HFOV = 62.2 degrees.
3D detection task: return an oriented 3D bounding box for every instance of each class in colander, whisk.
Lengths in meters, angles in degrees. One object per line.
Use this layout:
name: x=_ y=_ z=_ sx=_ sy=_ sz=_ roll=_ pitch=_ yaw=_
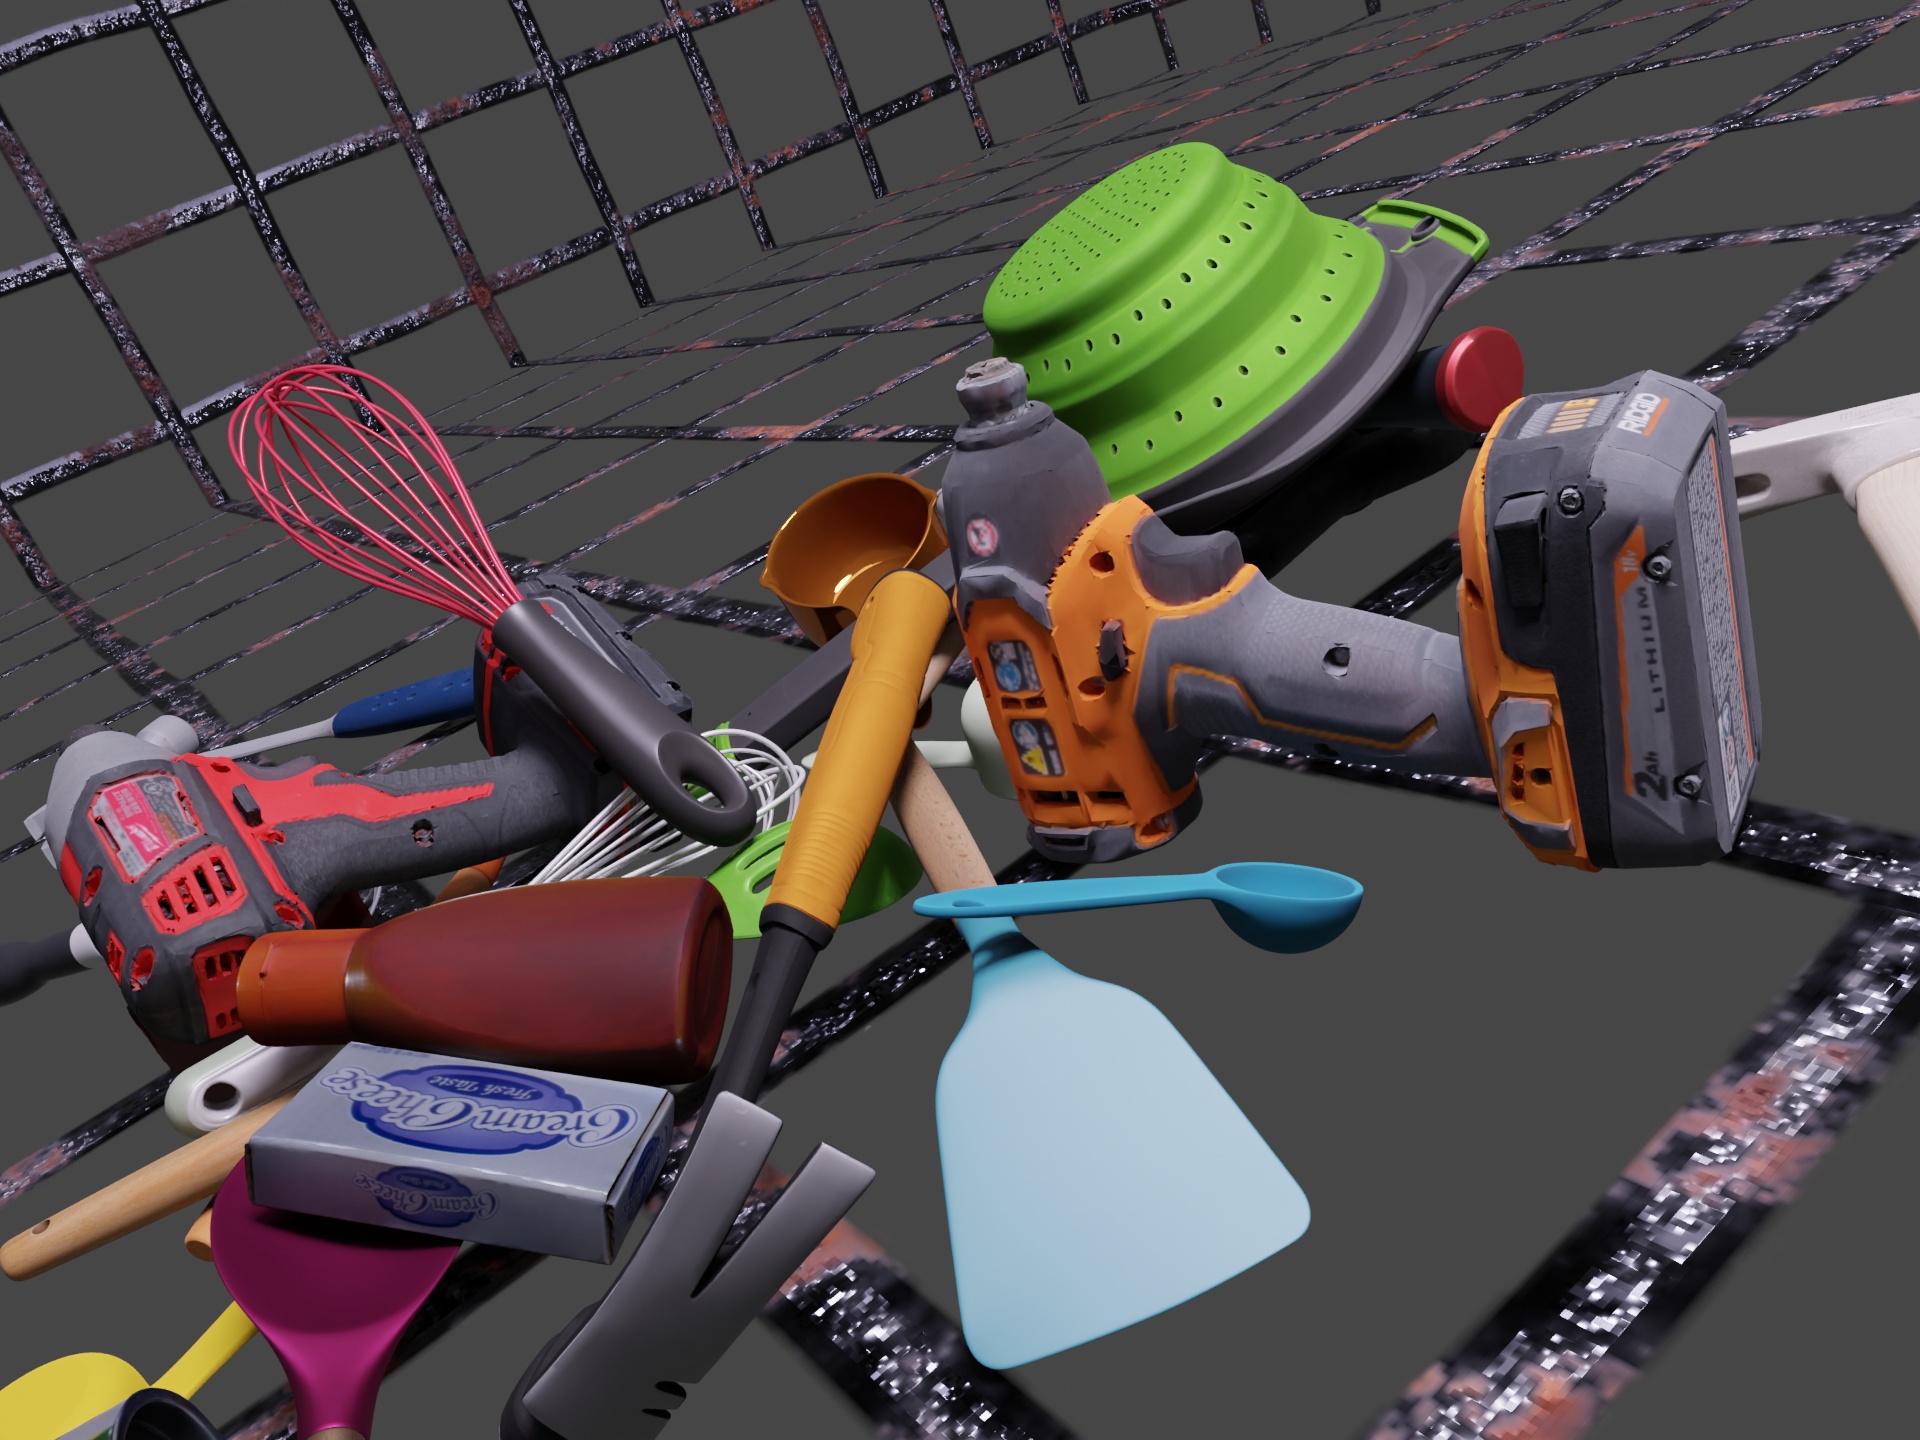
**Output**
colander: x=0.013 y=-0.111 z=0.645 sx=0.397 sy=0.094 sz=0.205 roll=-37 pitch=26 yaw=8
whisk: x=-0.373 y=0.096 z=0.732 sx=0.284 sy=0.070 sz=0.070 roll=-18 pitch=23 yaw=22
whisk: x=-0.182 y=-0.047 z=0.606 sx=0.296 sy=0.073 sz=0.073 roll=39 pitch=56 yaw=21
whisk: x=-0.161 y=0.074 z=0.568 sx=0.246 sy=0.057 sz=0.059 roll=-30 pitch=17 yaw=-23

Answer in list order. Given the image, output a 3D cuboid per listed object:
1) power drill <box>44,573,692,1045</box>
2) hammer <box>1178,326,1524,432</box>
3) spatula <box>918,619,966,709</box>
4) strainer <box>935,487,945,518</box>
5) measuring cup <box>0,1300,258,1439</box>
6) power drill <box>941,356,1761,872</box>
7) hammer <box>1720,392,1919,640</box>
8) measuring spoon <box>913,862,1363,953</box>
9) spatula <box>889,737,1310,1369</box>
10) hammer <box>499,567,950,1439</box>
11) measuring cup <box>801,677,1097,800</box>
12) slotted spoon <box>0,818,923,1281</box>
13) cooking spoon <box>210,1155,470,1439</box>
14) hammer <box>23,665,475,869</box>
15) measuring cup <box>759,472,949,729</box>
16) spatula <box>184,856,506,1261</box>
power drill: x=-0.225 y=0.024 z=0.610 sx=0.219 sy=0.078 sz=0.143 roll=-23 pitch=50 yaw=-35
hammer: x=0.121 y=-0.140 z=0.745 sx=0.143 sy=0.038 sz=0.386 roll=-31 pitch=16 yaw=-9
spatula: x=0.050 y=-0.120 z=0.745 sx=0.060 sy=0.018 sz=0.316 roll=-6 pitch=41 yaw=44
strainer: x=0.015 y=-0.099 z=0.828 sx=0.087 sy=0.050 sz=0.259 roll=-38 pitch=20 yaw=-1
measuring cup: x=-0.219 y=0.169 z=0.456 sx=0.062 sy=0.029 sz=0.156 roll=-3 pitch=31 yaw=38
power drill: x=0.096 y=-0.036 z=0.460 sx=0.226 sy=0.164 sz=0.084 roll=-1 pitch=28 yaw=37
hammer: x=0.254 y=0.006 z=0.388 sx=0.146 sy=0.038 sz=0.411 roll=-12 pitch=25 yaw=25
measuring spoon: x=0.049 y=0.054 z=0.428 sx=0.128 sy=0.021 sz=0.042 roll=-1 pitch=9 yaw=-18
spatula: x=0.002 y=0.059 z=0.485 sx=0.082 sy=0.044 sz=0.318 roll=-23 pitch=23 yaw=-4
hammer: x=-0.039 y=0.039 z=0.461 sx=0.127 sy=0.034 sz=0.337 roll=-55 pitch=11 yaw=32
measuring cup: x=-0.001 y=-0.002 z=0.626 sx=0.167 sy=0.038 sz=0.083 roll=-5 pitch=28 yaw=32
slotted spoon: x=-0.157 y=0.102 z=0.528 sx=0.314 sy=0.031 sz=0.070 roll=-26 pitch=27 yaw=-14
cooking spoon: x=-0.138 y=0.180 z=0.346 sx=0.068 sy=0.017 sz=0.319 roll=-1 pitch=23 yaw=-18
hammer: x=-0.375 y=0.007 z=0.942 sx=0.405 sy=0.035 sz=0.144 roll=-12 pitch=25 yaw=22
measuring cup: x=-0.033 y=-0.044 z=0.749 sx=0.095 sy=0.052 sz=0.174 roll=-26 pitch=48 yaw=4
spatula: x=-0.201 y=0.086 z=0.635 sx=0.081 sy=0.041 sz=0.323 roll=-11 pitch=29 yaw=22
